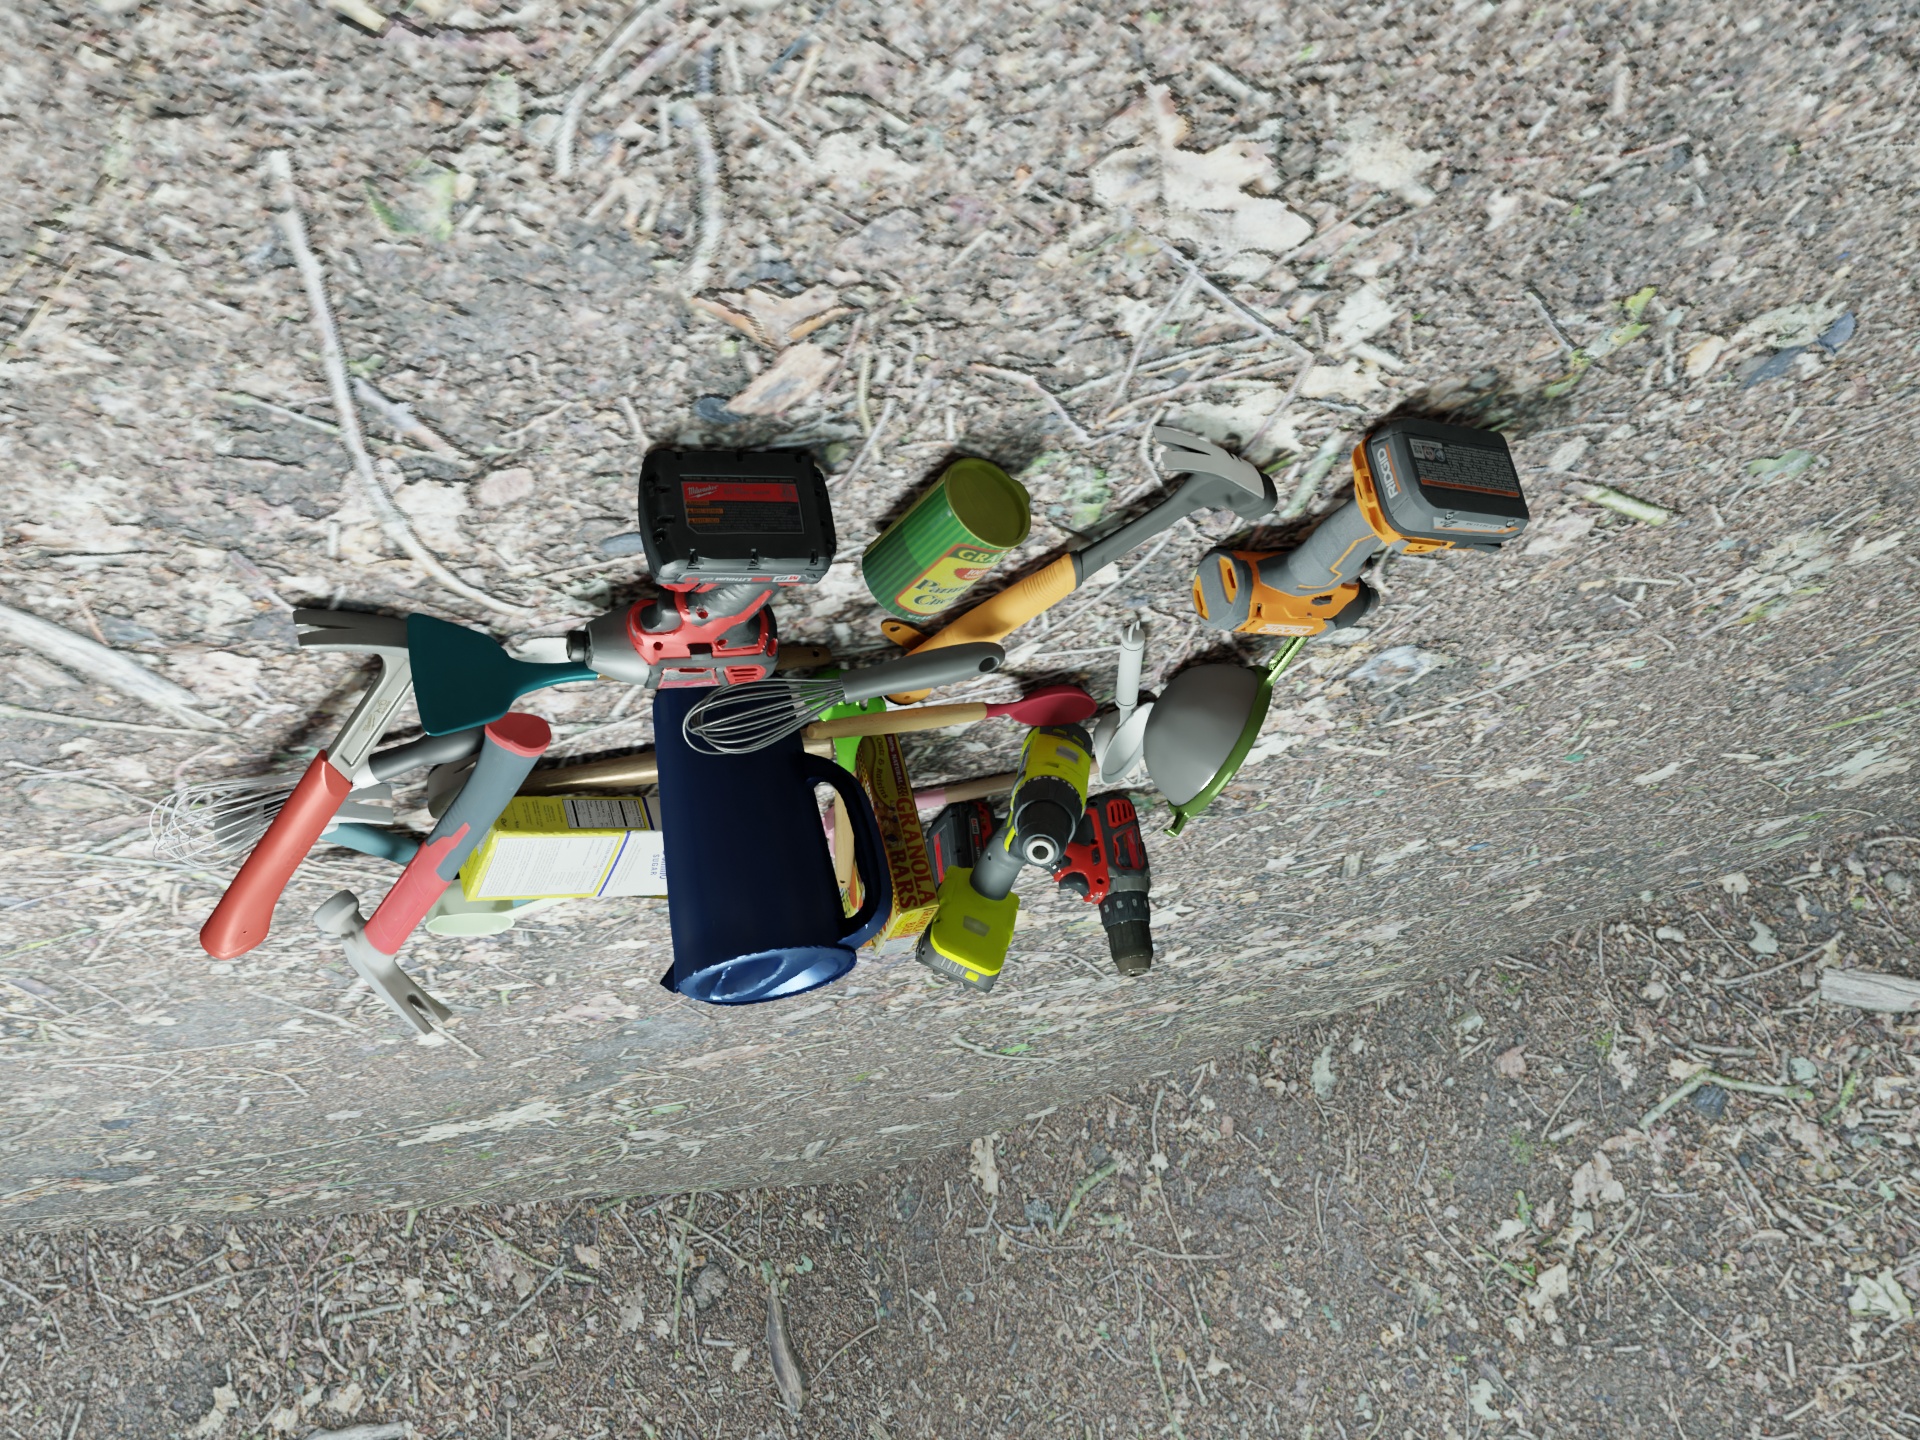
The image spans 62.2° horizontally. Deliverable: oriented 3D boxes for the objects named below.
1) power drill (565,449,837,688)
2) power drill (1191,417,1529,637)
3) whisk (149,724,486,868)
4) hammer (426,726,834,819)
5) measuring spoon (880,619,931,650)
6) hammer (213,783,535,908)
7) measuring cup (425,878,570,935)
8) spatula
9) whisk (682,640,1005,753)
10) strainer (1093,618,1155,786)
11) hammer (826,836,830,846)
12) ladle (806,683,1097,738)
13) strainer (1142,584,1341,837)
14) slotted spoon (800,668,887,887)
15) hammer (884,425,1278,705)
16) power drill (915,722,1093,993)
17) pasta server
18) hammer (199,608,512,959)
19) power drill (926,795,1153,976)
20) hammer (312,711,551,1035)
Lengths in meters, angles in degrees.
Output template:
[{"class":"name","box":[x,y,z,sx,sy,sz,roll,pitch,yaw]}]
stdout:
[{"class":"power drill","box":[-0.170,-0.084,1.022,0.143,0.079,0.219,-3,158,-23]},{"class":"power drill","box":[0.297,-0.127,1.158,0.164,0.084,0.226,2,158,-31]},{"class":"whisk","box":[-0.477,0.049,1.198,0.284,0.070,0.070,-19,157,4]},{"class":"hammer","box":[-0.269,0.040,1.311,0.331,0.031,0.130,-9,157,-10]},{"class":"measuring spoon","box":[-0.025,-0.060,1.236,0.021,0.011,0.116,-27,150,26]},{"class":"hammer","box":[-0.475,0.118,1.384,0.128,0.033,0.330,-18,157,16]},{"class":"measuring cup","box":[-0.397,0.153,1.405,0.167,0.038,0.083,-17,157,18]},{"class":"spatula","box":[-0.229,-0.038,1.119,0.317,0.082,0.044,-6,169,-32]},{"class":"whisk","box":[-0.082,-0.020,1.146,0.239,0.055,0.055,-13,157,-6]},{"class":"strainer","box":[0.143,-0.017,1.380,0.087,0.050,0.258,-47,159,-21]},{"class":"hammer","box":[-0.188,0.145,1.551,0.146,0.038,0.410,23,164,6]},{"class":"ladle","box":[-0.002,-0.004,1.277,0.315,0.031,0.069,-7,163,-46]},{"class":"strainer","box":[0.224,-0.032,1.343,0.069,0.152,0.256,28,124,-8]},{"class":"slotted spoon","box":[-0.099,0.054,1.343,0.070,0.031,0.313,10,142,3]},{"class":"hammer","box":[0.059,-0.097,1.143,0.337,0.034,0.127,-31,152,34]},{"class":"power drill","box":[0.043,0.126,1.394,0.080,0.191,0.228,25,118,-5]},{"class":"pasta server","box":[0.013,0.074,1.527,0.316,0.040,0.060,-11,146,-6]},{"class":"hammer","box":[-0.469,0.056,1.132,0.149,0.037,0.359,11,133,-45]},{"class":"power drill","box":[0.090,0.166,1.598,0.226,0.188,0.080,2,155,-22]},{"class":"hammer","box":[-0.395,0.118,1.240,0.386,0.143,0.038,-43,179,42]}]
